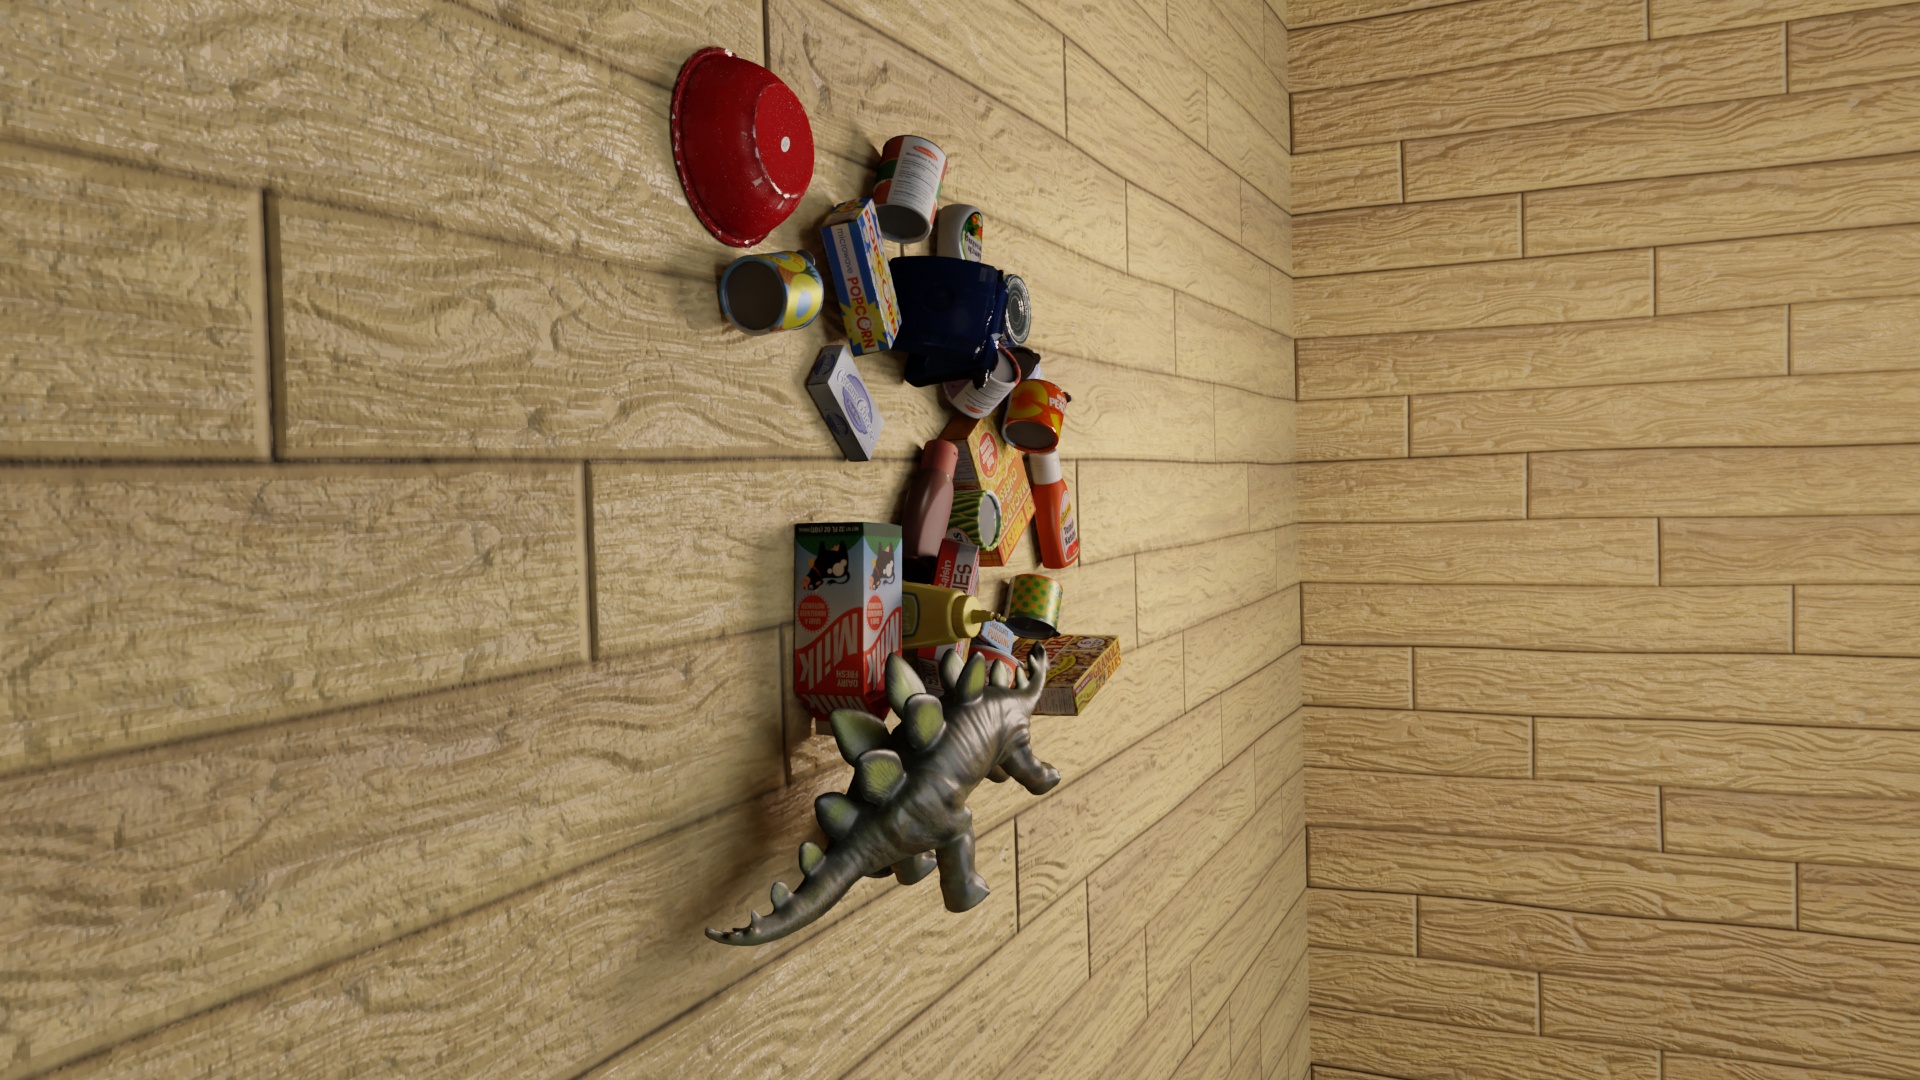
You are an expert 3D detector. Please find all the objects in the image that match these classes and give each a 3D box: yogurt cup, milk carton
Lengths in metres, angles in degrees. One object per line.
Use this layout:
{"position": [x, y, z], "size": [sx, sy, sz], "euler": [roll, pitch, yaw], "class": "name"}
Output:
{"position": [0.026, 0.150, 1.518], "size": [0.072, 0.072, 0.054], "euler": [50, 53, -54], "class": "yogurt cup"}
{"position": [-0.099, 0.080, 1.239], "size": [0.073, 0.072, 0.190], "euler": [5, 85, -64], "class": "milk carton"}

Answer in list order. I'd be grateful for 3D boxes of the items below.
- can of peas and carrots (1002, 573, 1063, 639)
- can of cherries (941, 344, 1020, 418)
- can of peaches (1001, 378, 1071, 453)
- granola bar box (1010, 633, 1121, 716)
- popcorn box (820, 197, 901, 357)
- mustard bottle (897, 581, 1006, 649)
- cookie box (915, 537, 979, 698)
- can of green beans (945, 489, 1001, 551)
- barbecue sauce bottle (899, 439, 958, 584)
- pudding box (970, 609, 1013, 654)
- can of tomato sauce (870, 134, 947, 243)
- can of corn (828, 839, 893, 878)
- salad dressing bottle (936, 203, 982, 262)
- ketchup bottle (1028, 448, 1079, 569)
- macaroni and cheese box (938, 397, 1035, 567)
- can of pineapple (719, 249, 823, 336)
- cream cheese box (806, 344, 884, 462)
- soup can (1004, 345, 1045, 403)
{"position": [0.088, 0.079, 1.645], "size": [0.070, 0.071, 0.059], "euler": [50, 45, -54], "class": "can of peas and carrots"}
{"position": [0.022, -0.177, 1.494], "size": [0.071, 0.058, 0.072], "euler": [23, 44, -24], "class": "can of cherries"}
{"position": [0.084, -0.138, 1.550], "size": [0.071, 0.071, 0.058], "euler": [58, 39, -49], "class": "can of peaches"}
{"position": [0.103, 0.154, 1.611], "size": [0.166, 0.124, 0.039], "euler": [-35, 121, -61], "class": "granola bar box"}
{"position": [-0.091, -0.244, 1.285], "size": [0.085, 0.038, 0.126], "euler": [-80, 159, -64], "class": "popcorn box"}
{"position": [-0.033, 0.069, 1.278], "size": [0.049, 0.160, 0.065], "euler": [12, 77, -63], "class": "mustard bottle"}
{"position": [-0.012, 0.083, 1.394], "size": [0.167, 0.040, 0.123], "euler": [87, 14, -70], "class": "cookie box"}
{"position": [0.006, -0.021, 1.485], "size": [0.071, 0.058, 0.071], "euler": [-2, 91, -65], "class": "can of green beans"}
{"position": [-0.033, -0.033, 1.419], "size": [0.064, 0.043, 0.149], "euler": [61, 36, -55], "class": "barbecue sauce bottle"}
{"position": [0.021, 0.101, 1.523], "size": [0.083, 0.049, 0.030], "euler": [44, 52, -57], "class": "pudding box"}
{"position": [-0.053, -0.343, 1.363], "size": [0.071, 0.071, 0.083], "euler": [50, 46, -54], "class": "can of tomato sauce"}
{"position": [-0.082, 0.266, 1.279], "size": [0.058, 0.071, 0.071], "euler": [-65, 145, -44], "class": "can of corn"}
{"position": [-0.002, -0.285, 1.494], "size": [0.064, 0.044, 0.147], "euler": [17, 74, -65], "class": "salad dressing bottle"}
{"position": [0.114, -0.042, 1.739], "size": [0.065, 0.043, 0.148], "euler": [-45, 129, -57], "class": "ketchup bottle"}
{"position": [0.031, -0.072, 1.564], "size": [0.124, 0.040, 0.165], "euler": [-58, 139, -50], "class": "macaroni and cheese box"}
{"position": [-0.154, -0.204, 1.136], "size": [0.058, 0.071, 0.071], "euler": [-29, 116, -62], "class": "can of pineapple"}
{"position": [-0.106, -0.127, 1.289], "size": [0.103, 0.024, 0.054], "euler": [63, 34, -44], "class": "cream cheese box"}
{"position": [0.072, -0.175, 1.617], "size": [0.083, 0.071, 0.072], "euler": [60, 38, -48], "class": "soup can"}
